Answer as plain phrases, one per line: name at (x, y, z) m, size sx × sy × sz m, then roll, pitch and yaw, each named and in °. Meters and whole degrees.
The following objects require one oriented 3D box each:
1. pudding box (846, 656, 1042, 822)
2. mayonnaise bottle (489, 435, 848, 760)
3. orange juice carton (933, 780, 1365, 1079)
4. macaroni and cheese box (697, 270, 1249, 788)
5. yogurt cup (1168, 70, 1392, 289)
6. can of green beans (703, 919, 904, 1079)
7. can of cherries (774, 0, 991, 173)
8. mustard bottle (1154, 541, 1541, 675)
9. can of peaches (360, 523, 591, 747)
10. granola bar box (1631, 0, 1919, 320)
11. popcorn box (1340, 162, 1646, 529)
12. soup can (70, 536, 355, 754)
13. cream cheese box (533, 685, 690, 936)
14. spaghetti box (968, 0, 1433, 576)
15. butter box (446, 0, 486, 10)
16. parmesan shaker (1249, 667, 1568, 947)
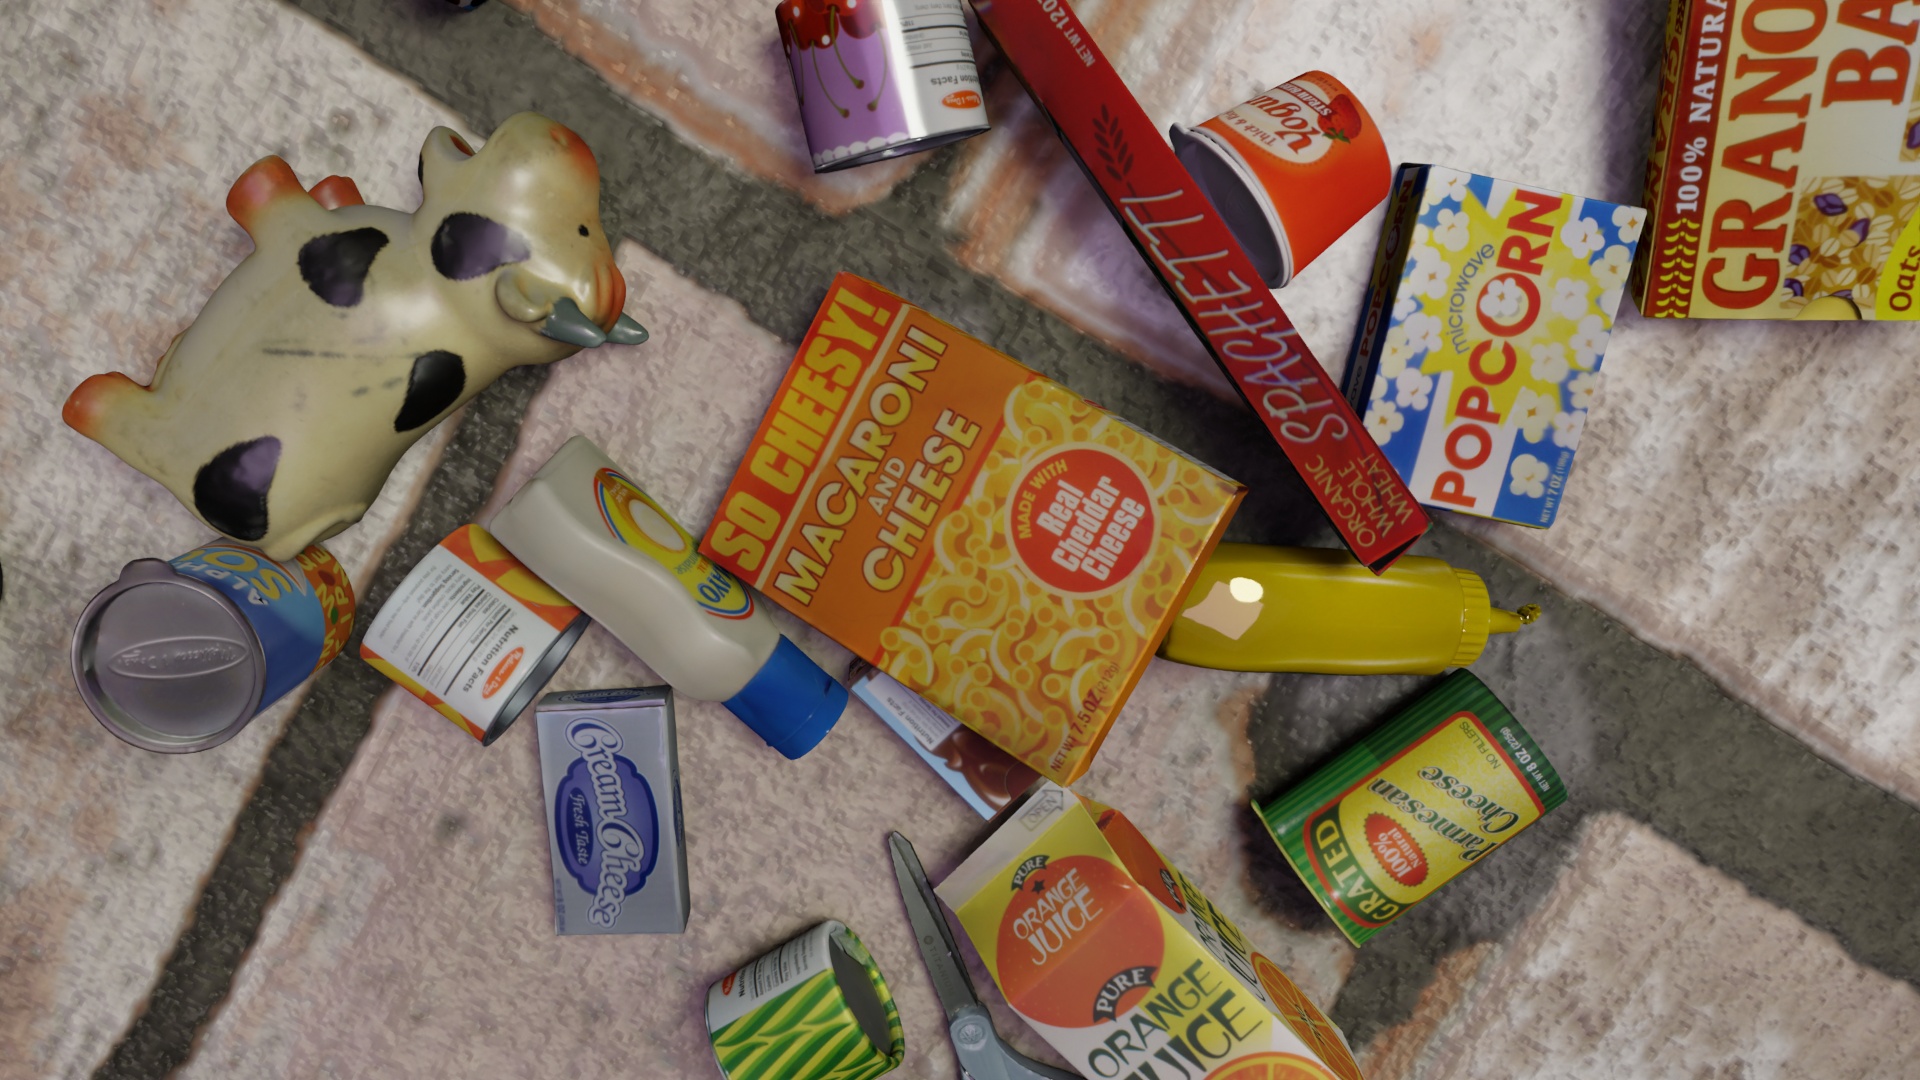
pudding box at (0.000, 0.068, 0.565) m, size 0.049 × 0.030 × 0.083 m, roll -44°, pitch 100°, yaw 6°
mayonnaise bottle at (-0.108, 0.025, 0.538) m, size 0.148 × 0.065 × 0.041 m, roll 43°, pitch 108°, yaw -14°
orange juice carton at (0.080, 0.184, 0.571) m, size 0.071 × 0.073 × 0.192 m, roll -44°, pitch 100°, yaw 8°
macaroni and cheese box at (0.002, -0.006, 0.515) m, size 0.166 × 0.040 × 0.123 m, roll 31°, pitch 99°, yaw 15°
yogurt cup at (0.119, -0.134, 0.508) m, size 0.054 × 0.072 × 0.072 m, roll -34°, pitch 102°, yaw -2°
can of green beans at (-0.063, 0.200, 0.574) m, size 0.058 × 0.071 × 0.071 m, roll -30°, pitch 102°, yaw 5°
can of cherries at (-0.030, -0.167, 0.495) m, size 0.071 × 0.071 × 0.058 m, roll -14°, pitch 103°, yaw 1°
mustard bottle at (0.153, 0.028, 0.545) m, size 0.160 × 0.065 × 0.048 m, roll 4°, pitch 98°, yaw -5°
can of peaches at (-0.185, 0.036, 0.534) m, size 0.058 × 0.071 × 0.071 m, roll 37°, pitch 99°, yaw -4°
granola bar box at (0.312, -0.159, 0.482) m, size 0.124 × 0.039 × 0.164 m, roll 3°, pitch 119°, yaw 17°
popcorn box at (0.199, -0.074, 0.536) m, size 0.085 × 0.038 × 0.126 m, roll 11°, pitch 102°, yaw -3°
soup can at (-0.276, 0.031, 0.521) m, size 0.071 × 0.084 × 0.071 m, roll 0°, pitch 103°, yaw -2°
cream cheese box at (-0.143, 0.112, 0.574) m, size 0.053 × 0.024 × 0.103 m, roll -2°, pitch 103°, yaw -2°
spaghetti box at (0.085, -0.098, 0.500) m, size 0.028 × 0.050 × 0.250 m, roll -35°, pitch 91°, yaw 11°
butter box at (-0.142, -0.224, 0.485) m, size 0.103 × 0.053 × 0.024 m, roll -29°, pitch 104°, yaw 5°
parmesan shaker at (0.180, 0.105, 0.561) m, size 0.103 × 0.071 × 0.071 m, roll -38°, pitch 101°, yaw 6°
